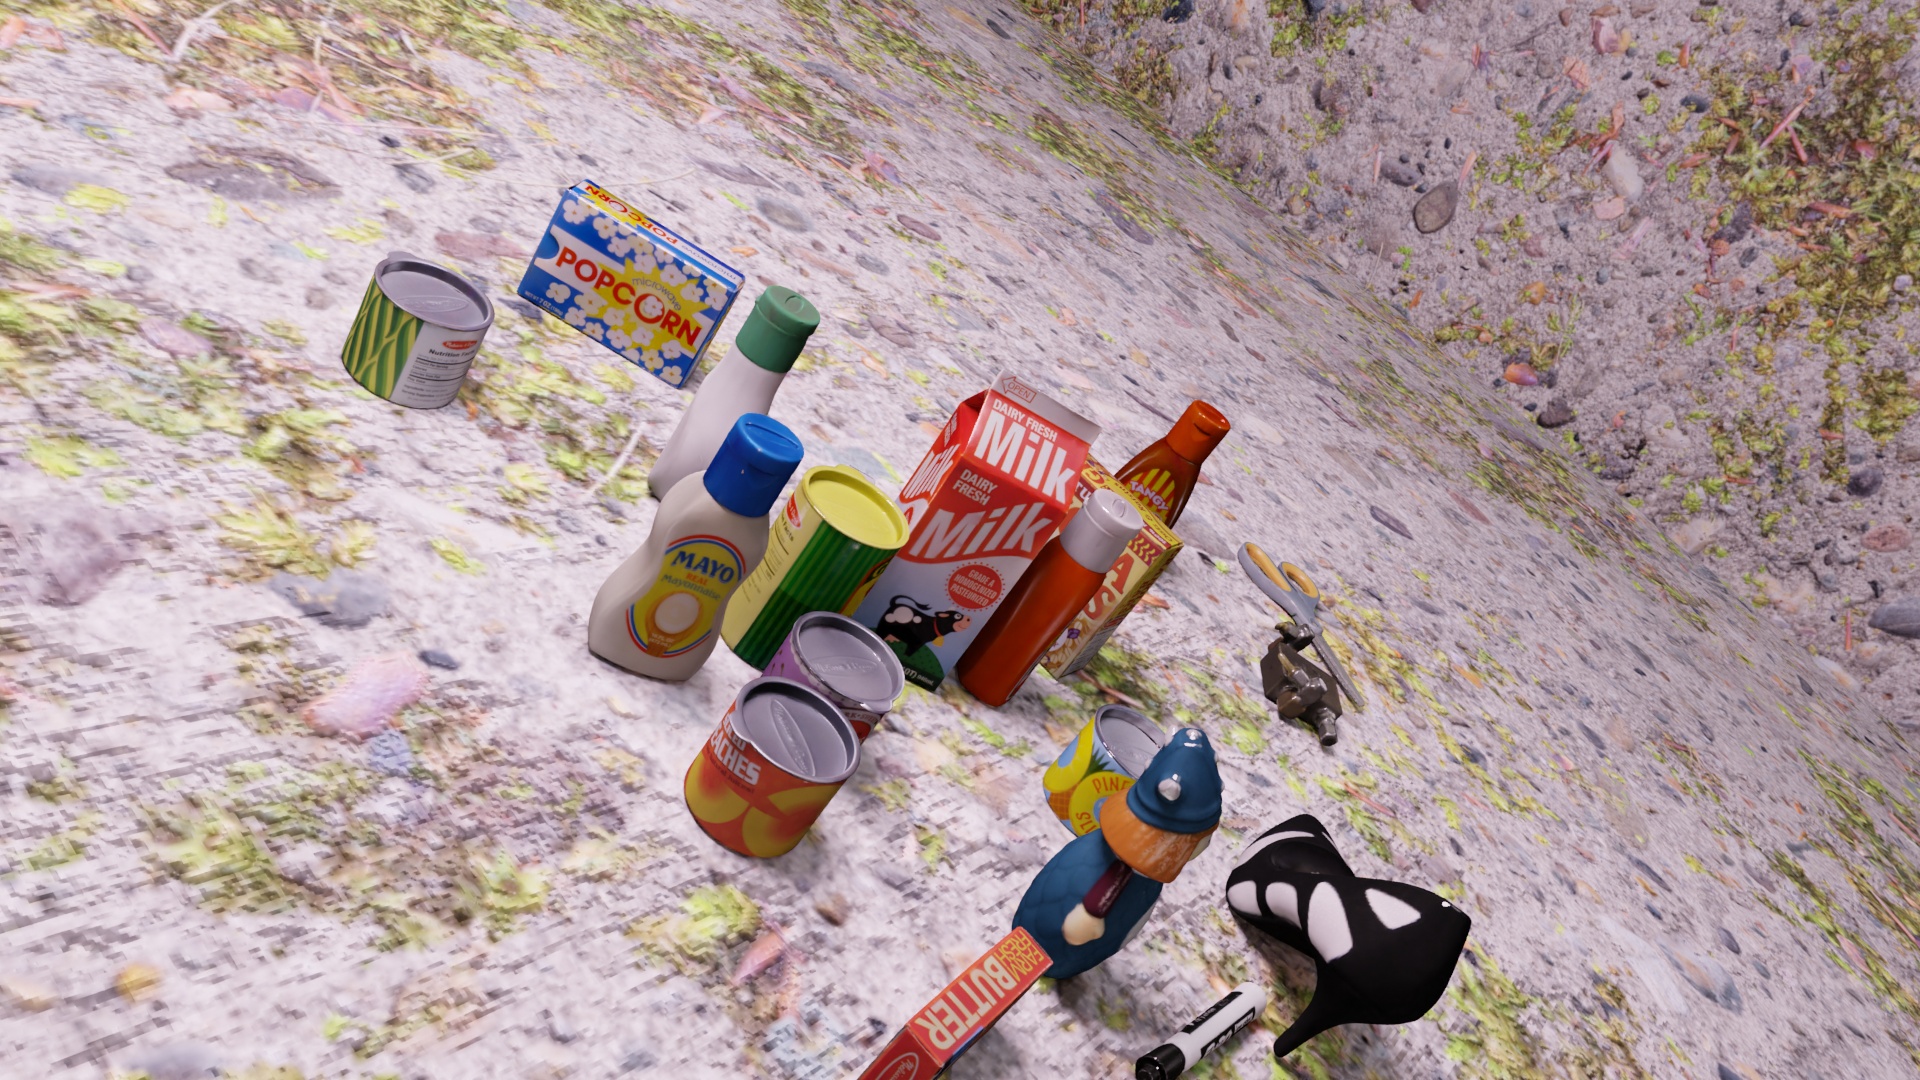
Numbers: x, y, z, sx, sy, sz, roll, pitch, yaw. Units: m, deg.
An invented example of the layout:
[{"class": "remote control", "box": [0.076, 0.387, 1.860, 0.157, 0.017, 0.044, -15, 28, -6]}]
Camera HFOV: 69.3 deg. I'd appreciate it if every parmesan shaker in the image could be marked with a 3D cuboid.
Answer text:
[{"class": "parmesan shaker", "box": [-0.083, 0.017, 0.772, 0.071, 0.102, 0.071, 28, 27, -16]}]

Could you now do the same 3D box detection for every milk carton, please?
[{"class": "milk carton", "box": [0.003, -0.010, 0.819, 0.072, 0.189, 0.074, 28, 27, -16]}]

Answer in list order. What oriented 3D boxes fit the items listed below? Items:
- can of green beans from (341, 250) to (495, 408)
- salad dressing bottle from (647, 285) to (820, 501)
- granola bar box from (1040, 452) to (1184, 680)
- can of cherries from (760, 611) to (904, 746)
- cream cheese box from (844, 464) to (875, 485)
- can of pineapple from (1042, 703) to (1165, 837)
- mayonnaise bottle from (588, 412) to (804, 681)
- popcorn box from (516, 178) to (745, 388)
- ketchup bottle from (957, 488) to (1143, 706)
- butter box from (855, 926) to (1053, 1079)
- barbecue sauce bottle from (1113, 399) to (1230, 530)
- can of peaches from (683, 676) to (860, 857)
[{"class": "can of green beans", "box": [-0.304, -0.116, 0.778, 0.071, 0.057, 0.071, 28, 27, -16]}, {"class": "salad dressing bottle", "box": [-0.134, -0.082, 0.823, 0.044, 0.147, 0.064, 32, 26, -8]}, {"class": "granola bar box", "box": [0.051, -0.007, 0.946, 0.166, 0.123, 0.039, 45, 27, 18]}, {"class": "can of cherries", "box": [-0.071, 0.082, 0.728, 0.071, 0.058, 0.072, 28, 27, -16]}, {"class": "cream cheese box", "box": [-0.077, 0.001, 0.860, 0.024, 0.053, 0.104, 28, 27, -17]}, {"class": "can of pineapple", "box": [0.091, 0.141, 0.824, 0.071, 0.057, 0.071, 28, 27, -16]}, {"class": "mayonnaise bottle", "box": [-0.128, 0.004, 0.688, 0.065, 0.147, 0.041, 23, 29, -25]}, {"class": "popcorn box", "box": [-0.221, -0.173, 0.938, 0.126, 0.085, 0.038, 31, 26, -10]}, {"class": "ketchup bottle", "box": [0.055, 0.034, 0.855, 0.043, 0.148, 0.065, 35, 26, -2]}, {"class": "butter box", "box": [-0.003, 0.211, 0.605, 0.024, 0.053, 0.104, 44, 27, 16]}, {"class": "barbecue sauce bottle", "box": [0.156, -0.044, 1.103, 0.065, 0.148, 0.044, 37, 26, 2]}, {"class": "can of peaches", "box": [-0.092, 0.108, 0.662, 0.071, 0.057, 0.071, 28, 27, -16]}]
